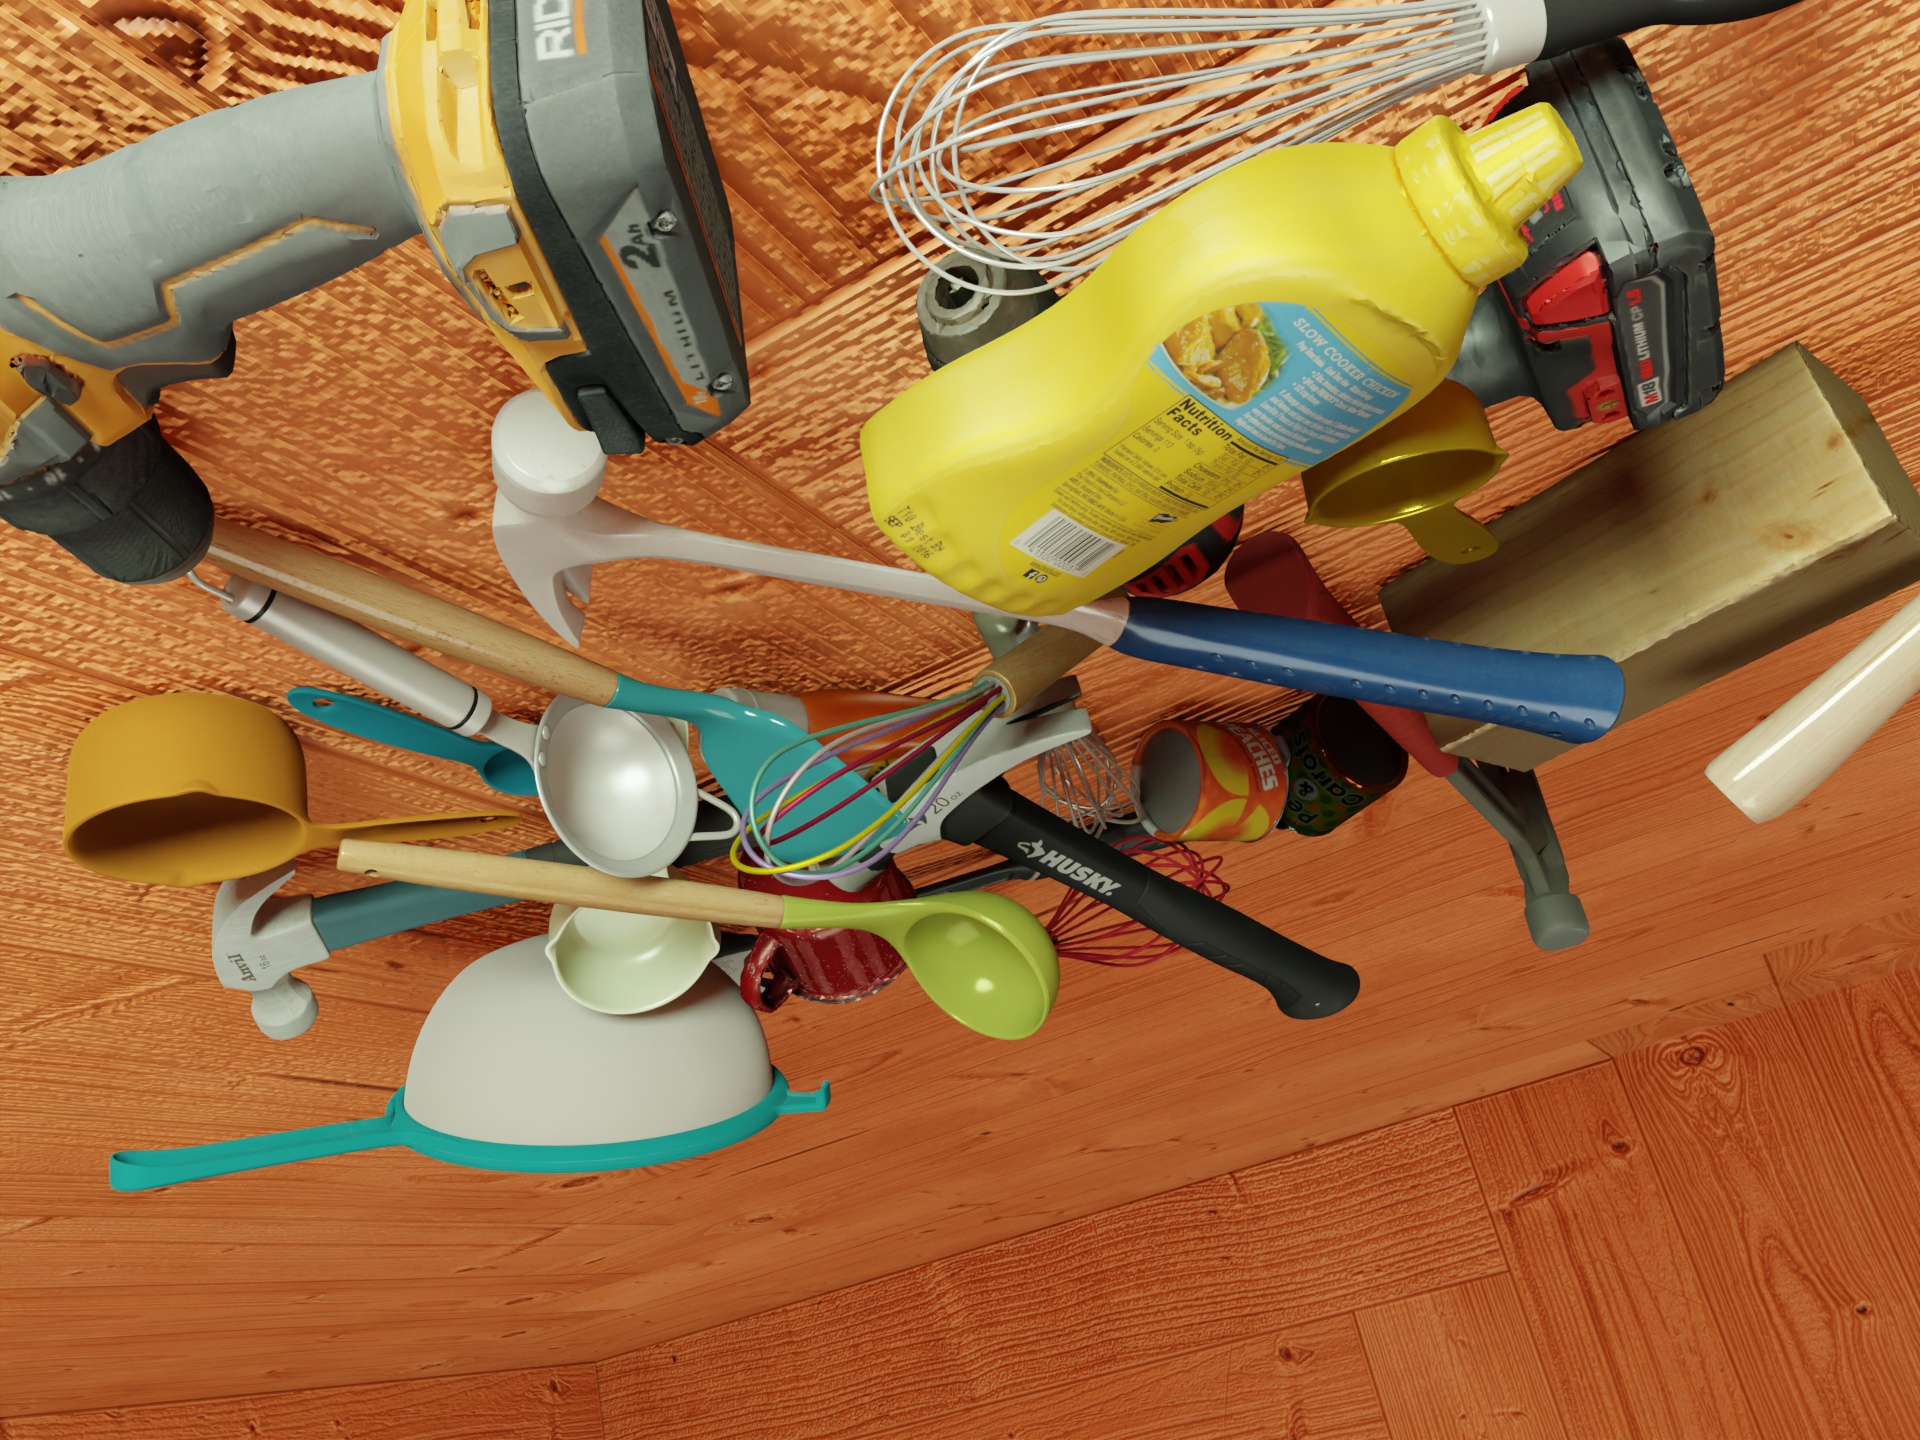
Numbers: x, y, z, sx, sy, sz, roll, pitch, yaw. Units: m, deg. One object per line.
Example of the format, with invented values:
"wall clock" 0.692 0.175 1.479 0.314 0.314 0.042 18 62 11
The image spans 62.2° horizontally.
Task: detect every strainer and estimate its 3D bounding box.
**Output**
"strainer" -0.190 -0.001 0.628 0.050 0.087 0.258 -17 146 30
"strainer" -0.247 0.164 0.815 0.340 0.095 0.211 -1 -176 -40

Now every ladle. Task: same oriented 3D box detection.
"ladle" -0.104 0.091 0.694 0.320 0.062 0.078 10 142 -21

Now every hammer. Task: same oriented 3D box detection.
"hammer" 0.043 -0.036 0.566 0.405 0.035 0.144 9 163 -13
"hammer" 0.098 0.086 0.804 0.334 0.035 0.146 29 124 -36
"hammer" 0.233 -0.004 0.813 0.036 0.149 0.358 -27 141 26
"hammer" 0.456 -0.110 0.607 0.410 0.038 0.146 -47 143 20
"hammer" 0.028 0.096 0.978 0.409 0.036 0.149 -17 156 7
"hammer" -0.198 0.073 0.787 0.331 0.033 0.128 -14 138 -10

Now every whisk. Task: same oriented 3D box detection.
"whisk" -0.003 -0.003 0.623 0.047 0.051 0.245 -34 -179 45
"whisk" 0.047 0.001 0.773 0.059 0.058 0.246 16 160 23
"whisk" 0.112 -0.176 0.422 0.284 0.070 0.070 -17 156 -6
"whisk" 0.061 0.132 0.972 0.073 0.073 0.296 2 158 -31

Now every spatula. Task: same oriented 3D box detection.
"spatula" -0.156 -0.011 0.602 0.082 0.044 0.317 -19 149 40

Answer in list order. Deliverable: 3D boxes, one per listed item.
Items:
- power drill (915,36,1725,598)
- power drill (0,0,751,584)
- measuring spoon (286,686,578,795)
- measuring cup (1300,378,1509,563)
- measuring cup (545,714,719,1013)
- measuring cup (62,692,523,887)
"power drill" 0.111 -0.123 0.508 0.226 0.080 0.187 -20 155 21
"power drill" -0.171 -0.102 0.403 0.226 0.084 0.185 -9 156 1
"measuring spoon" -0.222 0.002 0.677 0.128 0.021 0.042 22 134 -39
"measuring cup" 0.152 -0.077 0.519 0.062 0.029 0.156 -17 167 25
"measuring cup" -0.150 0.060 0.749 0.083 0.038 0.167 3 115 -23
"measuring cup" -0.270 0.025 0.654 0.173 0.052 0.095 -1 153 -29
